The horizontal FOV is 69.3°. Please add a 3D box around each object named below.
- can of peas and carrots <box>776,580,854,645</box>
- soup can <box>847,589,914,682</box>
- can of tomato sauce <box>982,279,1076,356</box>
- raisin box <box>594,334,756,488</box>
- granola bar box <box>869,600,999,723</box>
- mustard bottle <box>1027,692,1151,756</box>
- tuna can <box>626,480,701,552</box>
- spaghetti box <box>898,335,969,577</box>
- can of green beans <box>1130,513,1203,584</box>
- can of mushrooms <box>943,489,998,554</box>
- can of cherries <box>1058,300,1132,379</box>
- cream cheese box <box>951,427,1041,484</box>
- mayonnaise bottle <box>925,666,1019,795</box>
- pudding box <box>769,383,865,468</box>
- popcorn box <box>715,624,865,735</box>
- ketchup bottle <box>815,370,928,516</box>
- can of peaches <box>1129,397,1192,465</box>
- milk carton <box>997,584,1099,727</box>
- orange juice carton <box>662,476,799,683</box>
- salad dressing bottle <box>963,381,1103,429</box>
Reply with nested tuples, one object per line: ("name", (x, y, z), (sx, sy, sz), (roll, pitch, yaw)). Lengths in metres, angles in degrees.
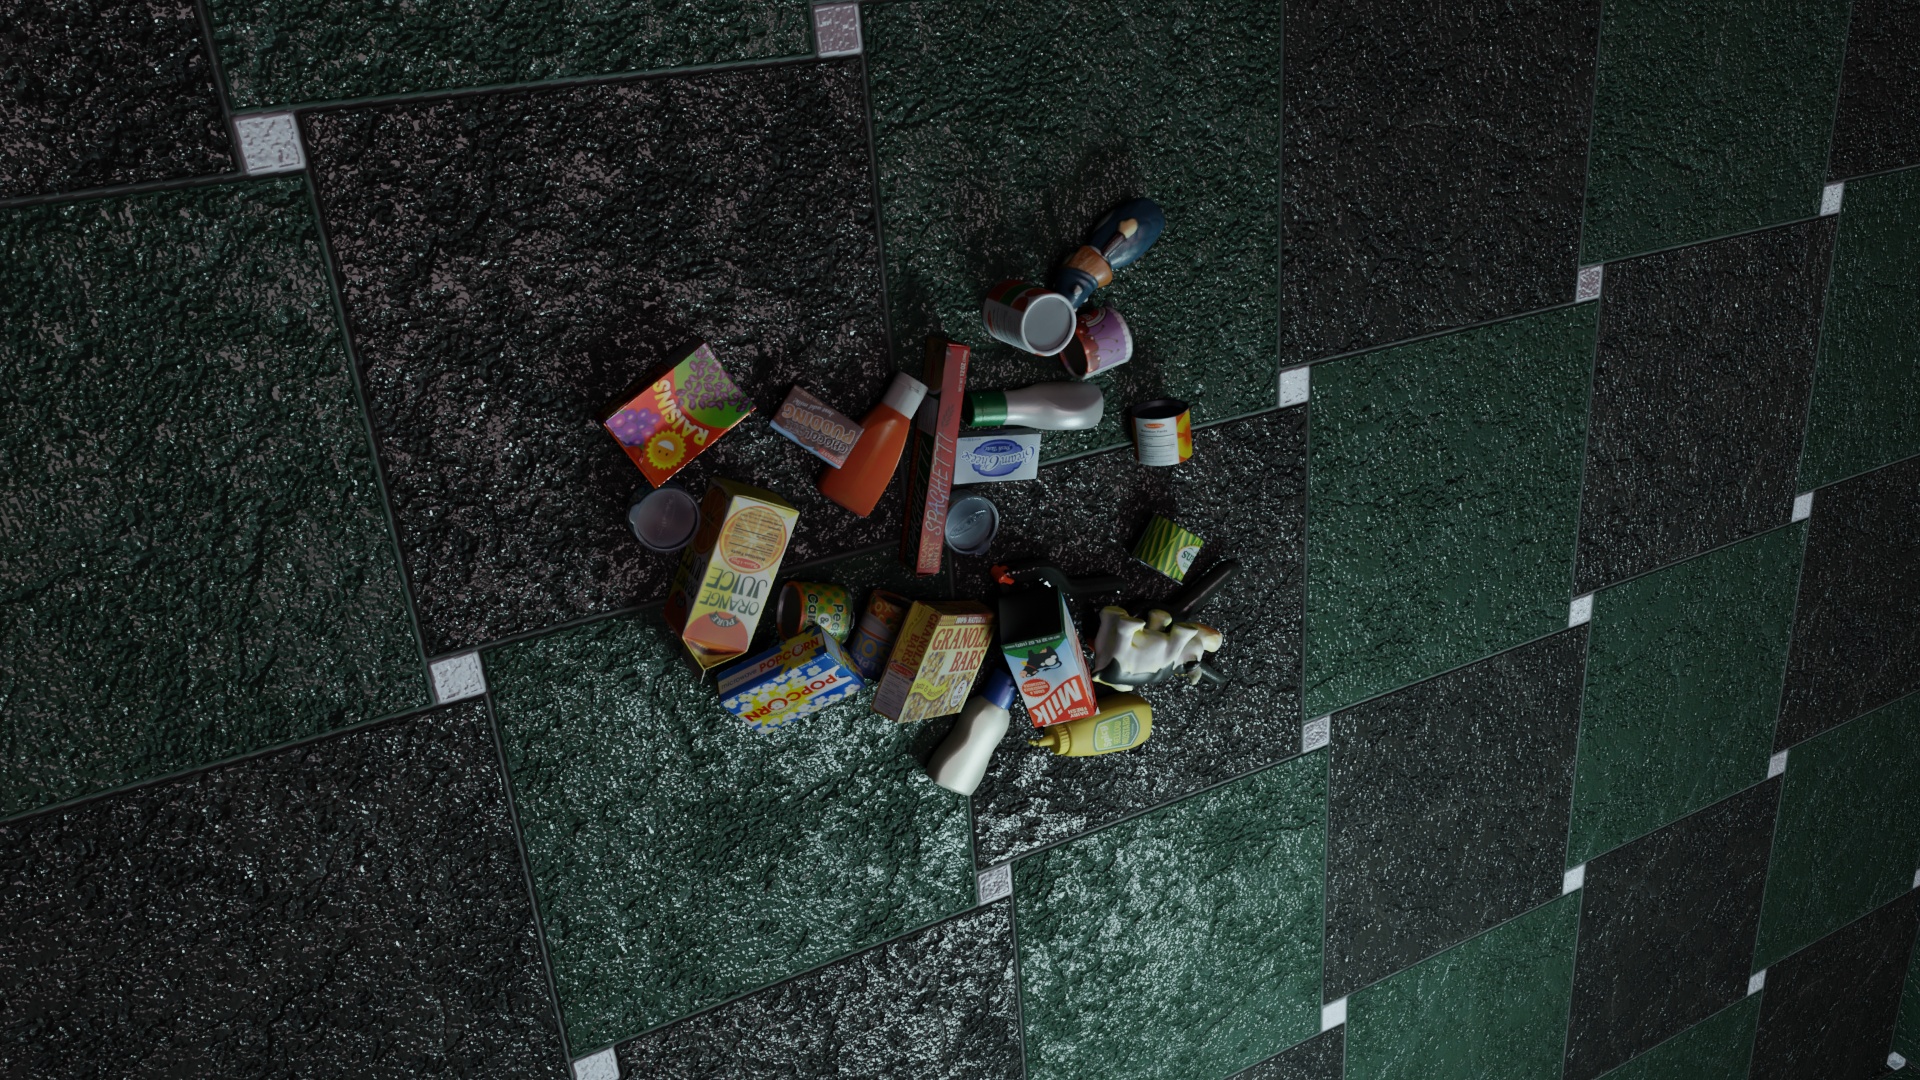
("can of peas and carrots", (-0.150, 0.076, 1.429), (0.059, 0.071, 0.070), (6, 105, -29))
("soup can", (-0.081, 0.103, 1.477), (0.071, 0.071, 0.083), (17, 98, -32))
("can of tomato sauce", (0.072, -0.231, 1.434), (0.071, 0.083, 0.071), (-10, 112, -25))
("raisin box", (-0.269, -0.122, 1.314), (0.123, 0.040, 0.086), (-40, 122, -10))
("granola bar box", (-0.025, 0.126, 1.483), (0.165, 0.039, 0.124), (7, 107, -67))
("mustard bottle", (0.152, 0.227, 1.659), (0.161, 0.049, 0.065), (-11, 111, -25))
("tuna can", (-0.289, -0.025, 1.340), (0.071, 0.033, 0.070), (-10, 112, -25))
("spaghetti box", (-0.029, -0.087, 1.450), (0.029, 0.050, 0.249), (0, 108, -27))
("can of green beans", (0.241, 0.009, 1.620), (0.071, 0.071, 0.058), (29, 92, -33))
("can of mushrooms", (0.005, -0.019, 1.502), (0.071, 0.033, 0.070), (-10, 111, -26))
("can of cherries", (0.141, -0.215, 1.488), (0.058, 0.071, 0.071), (-24, 117, -18))
("cream cheese box", (0.035, -0.091, 1.498), (0.104, 0.024, 0.053), (-6, 111, -27))
("mayonnaise bottle", (0.021, 0.216, 1.590), (0.064, 0.041, 0.148), (28, 92, -34))
("pudding box", (-0.142, -0.112, 1.373), (0.084, 0.030, 0.049), (33, 90, -6))
("popcorn box", (-0.174, 0.144, 1.419), (0.126, 0.038, 0.085), (-26, 140, 11))
("ketchup bottle", (-0.085, -0.101, 1.418), (0.064, 0.043, 0.148), (31, 91, -26))
("can of peaches", (0.228, -0.123, 1.568), (0.071, 0.071, 0.057), (-19, 115, -22))
("milk carton", (0.102, 0.145, 1.563), (0.072, 0.074, 0.189), (-14, 132, 11))
("orange juice carton", (-0.234, 0.042, 1.371), (0.073, 0.072, 0.192), (17, 99, -32))
("salad dressing bottle", (0.077, -0.143, 1.484), (0.148, 0.064, 0.043), (-4, 129, -19))
